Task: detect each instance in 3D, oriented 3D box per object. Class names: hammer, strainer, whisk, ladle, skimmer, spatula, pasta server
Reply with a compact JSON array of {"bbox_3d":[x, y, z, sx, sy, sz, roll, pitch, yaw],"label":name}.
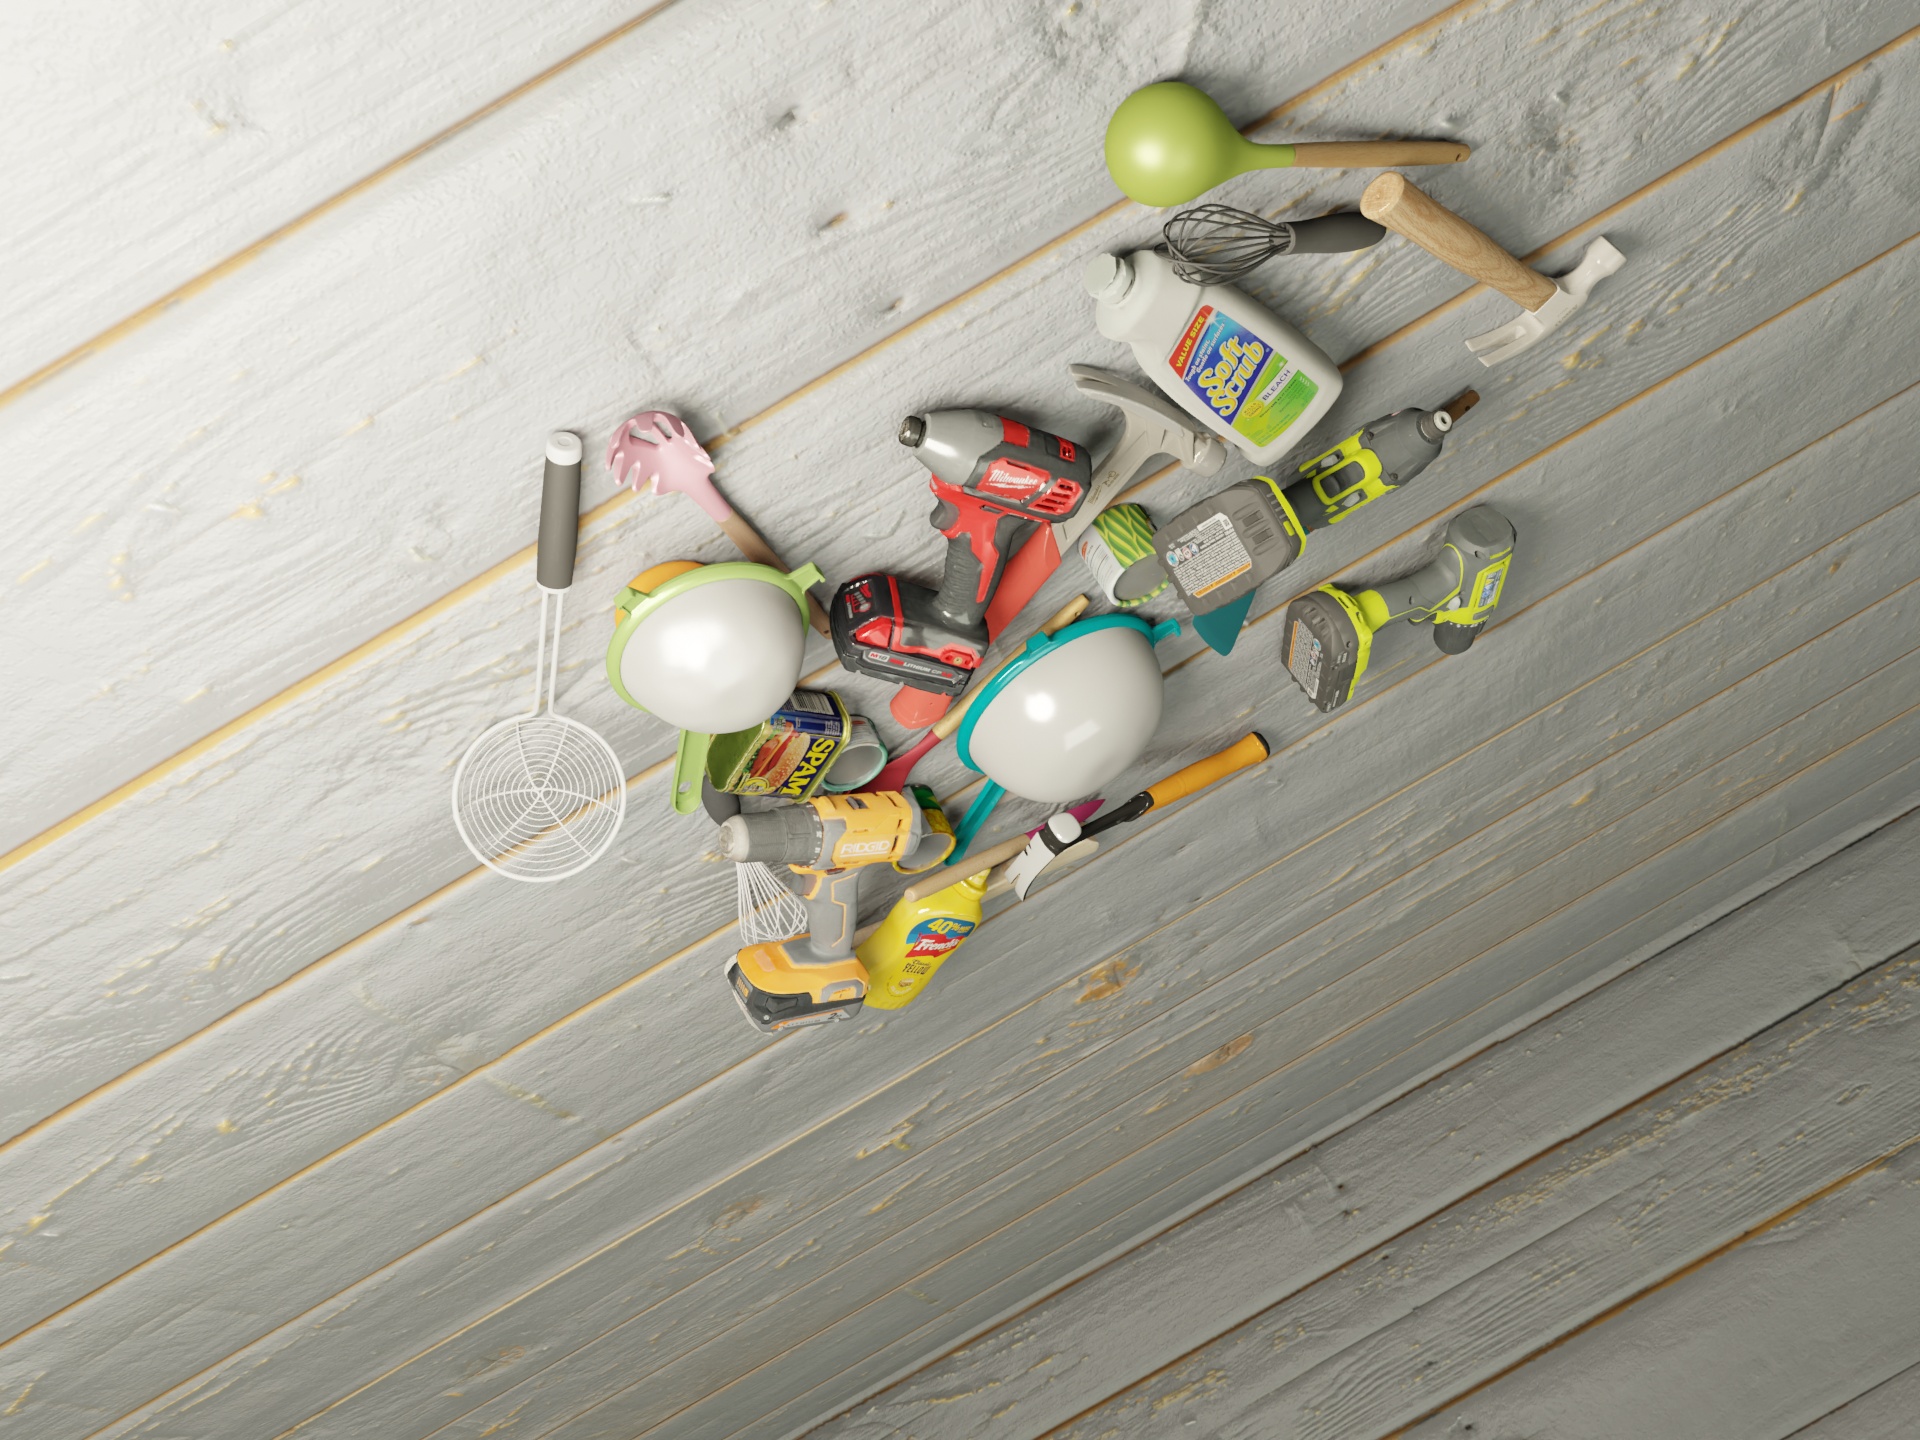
[{"bbox_3d":[0.399,-0.354,1.225,0.331,0.031,0.130,4,136,-48],"label":"hammer"},{"bbox_3d":[0.192,0.084,1.618,0.337,0.034,0.127,-22,159,-35],"label":"hammer"},{"bbox_3d":[-0.179,0.000,1.154,0.151,0.069,0.256,-11,141,-27],"label":"strainer"},{"bbox_3d":[-0.190,0.132,1.443,0.070,0.070,0.284,-23,142,-9],"label":"whisk"},{"bbox_3d":[0.231,-0.388,1.075,0.320,0.062,0.078,-14,138,-34],"label":"ladle"},{"bbox_3d":[-0.286,-0.031,1.107,0.127,0.090,0.363,3,137,-16],"label":"skimmer"},{"bbox_3d":[0.222,-0.334,1.105,0.239,0.055,0.055,-19,148,-38],"label":"whisk"},{"bbox_3d":[-0.043,0.212,1.675,0.410,0.038,0.146,-24,148,-9],"label":"hammer"},{"bbox_3d":[0.080,0.051,1.471,0.211,0.095,0.340,-8,143,-42],"label":"strainer"},{"bbox_3d":[0.336,-0.182,1.421,0.317,0.044,0.082,-39,143,13],"label":"spatula"},{"bbox_3d":[-0.002,-0.005,1.421,0.315,0.031,0.069,-43,147,17],"label":"ladle"},{"bbox_3d":[0.045,-0.121,1.275,0.149,0.037,0.359,20,128,-31],"label":"hammer"},{"bbox_3d":[-0.155,-0.127,1.127,0.060,0.040,0.316,-22,150,11],"label":"pasta server"}]

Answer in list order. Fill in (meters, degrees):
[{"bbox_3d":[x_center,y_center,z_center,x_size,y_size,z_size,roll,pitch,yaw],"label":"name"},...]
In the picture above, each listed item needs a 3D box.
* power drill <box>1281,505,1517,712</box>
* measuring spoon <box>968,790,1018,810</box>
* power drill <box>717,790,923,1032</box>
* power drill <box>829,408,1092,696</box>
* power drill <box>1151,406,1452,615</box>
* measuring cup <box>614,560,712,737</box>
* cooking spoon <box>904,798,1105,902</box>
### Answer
[{"bbox_3d":[0.438,-0.099,1.584,0.228,0.080,0.190,-25,147,-11],"label":"power drill"},{"bbox_3d":[0.067,0.072,1.584,0.124,0.018,0.034,-21,147,-11],"label":"measuring spoon"},{"bbox_3d":[-0.143,0.166,1.411,0.185,0.084,0.226,-2,122,-35],"label":"power drill"},{"bbox_3d":[-0.011,-0.130,1.180,0.143,0.079,0.219,14,127,-23],"label":"power drill"},{"bbox_3d":[0.276,-0.176,1.265,0.223,0.080,0.171,-31,180,-29],"label":"power drill"},{"bbox_3d":[-0.206,-0.049,1.182,0.095,0.052,0.173,-19,148,-15],"label":"measuring cup"},{"bbox_3d":[0.048,0.125,1.552,0.068,0.017,0.319,-36,170,38],"label":"cooking spoon"}]
